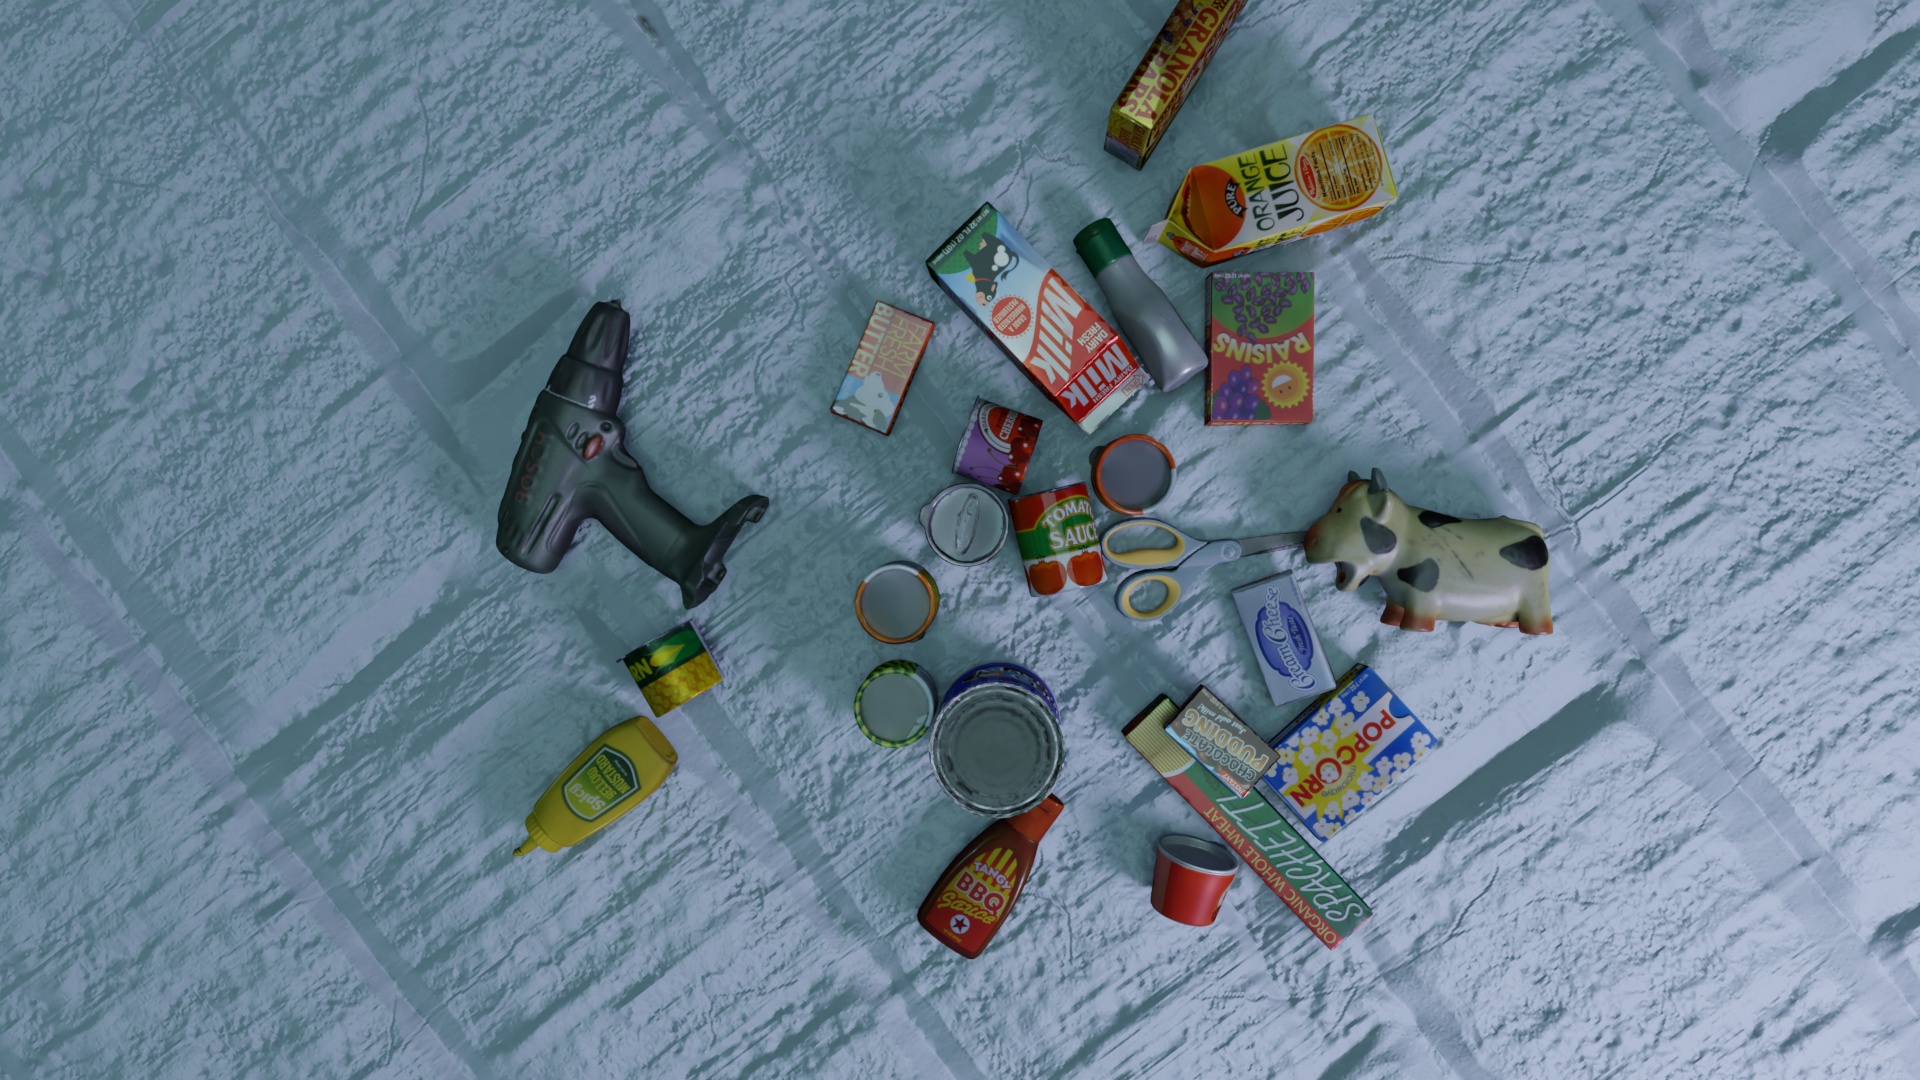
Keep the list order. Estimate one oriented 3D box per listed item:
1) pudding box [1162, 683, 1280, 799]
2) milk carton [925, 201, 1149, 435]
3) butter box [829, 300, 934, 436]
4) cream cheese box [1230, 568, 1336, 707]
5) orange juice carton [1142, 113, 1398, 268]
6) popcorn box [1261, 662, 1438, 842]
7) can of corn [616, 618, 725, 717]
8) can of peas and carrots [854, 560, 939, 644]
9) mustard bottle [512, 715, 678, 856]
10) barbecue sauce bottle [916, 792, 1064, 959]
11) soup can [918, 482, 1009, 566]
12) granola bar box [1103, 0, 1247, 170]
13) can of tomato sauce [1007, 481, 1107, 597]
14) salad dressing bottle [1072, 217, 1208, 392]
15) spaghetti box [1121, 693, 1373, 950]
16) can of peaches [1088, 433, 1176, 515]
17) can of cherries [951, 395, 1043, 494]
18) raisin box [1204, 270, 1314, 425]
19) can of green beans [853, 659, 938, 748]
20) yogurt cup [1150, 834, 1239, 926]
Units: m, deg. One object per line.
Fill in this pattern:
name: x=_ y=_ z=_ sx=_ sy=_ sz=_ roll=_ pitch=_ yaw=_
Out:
pudding box: x=0.209 y=0.162 z=1.116 sx=0.084 sy=0.030 sz=0.049 roll=43 pitch=91 yaw=8
milk carton: x=0.063 y=-0.177 z=1.128 sx=0.072 sy=0.073 sz=0.190 roll=-43 pitch=90 yaw=2
butter box: x=-0.064 y=-0.144 z=1.157 sx=0.053 sy=0.024 sz=0.103 roll=24 pitch=92 yaw=2
cream cheese box: x=0.267 y=0.080 z=1.144 sx=0.053 sy=0.024 sz=0.103 roll=-21 pitch=90 yaw=17
orange juice carton: x=0.242 y=-0.274 z=1.121 sx=0.193 sy=0.072 sz=0.073 roll=-17 pitch=90 yaw=2
popcorn box: x=0.313 y=0.174 z=1.142 sx=0.126 sy=0.038 sz=0.085 roll=-42 pitch=88 yaw=2
can of corn: x=-0.238 y=0.107 z=1.145 sx=0.071 sy=0.071 sz=0.058 roll=-30 pitch=91 yaw=2
can of peas and carrots: x=-0.051 y=0.053 z=1.142 sx=0.071 sy=0.059 sz=0.071 roll=0 pitch=91 yaw=3
mustard bottle: x=-0.312 y=0.216 z=1.159 sx=0.160 sy=0.049 sz=0.065 roll=-41 pitch=88 yaw=2
barbecue sauce bottle: x=0.029 y=0.269 z=1.151 sx=0.065 sy=0.043 sz=0.148 roll=35 pitch=92 yaw=1
soup can: x=0.004 y=-0.014 z=1.127 sx=0.071 sy=0.084 sz=0.071 roll=0 pitch=91 yaw=2
granola bar box: x=0.176 y=-0.384 z=1.096 sx=0.039 sy=0.124 sz=0.165 roll=33 pitch=92 yaw=2
can of tomato sauce: x=0.080 y=-0.001 z=1.132 sx=0.071 sy=0.071 sz=0.083 roll=-13 pitch=91 yaw=2
salad dressing bottle: x=0.145 y=-0.194 z=1.133 sx=0.044 sy=0.064 sz=0.148 roll=-31 pitch=82 yaw=-5
spaghetti box: x=0.238 y=0.233 z=1.150 sx=0.050 sy=0.029 sz=0.250 roll=-44 pitch=89 yaw=3
can of peaches: x=0.139 y=-0.054 z=1.135 sx=0.071 sy=0.058 sz=0.071 roll=0 pitch=92 yaw=2
can of cherries: x=0.031 y=-0.078 z=1.132 sx=0.058 sy=0.071 sz=0.071 roll=20 pitch=92 yaw=1
raisin box: x=0.244 y=-0.157 z=1.139 sx=0.086 sy=0.040 sz=0.123 roll=0 pitch=90 yaw=1
can of green beans: x=-0.053 y=0.134 z=1.144 sx=0.071 sy=0.058 sz=0.071 roll=0 pitch=91 yaw=2
yogurt cup: x=0.188 y=0.279 z=1.136 sx=0.072 sy=0.072 sz=0.054 roll=14 pitch=100 yaw=2
